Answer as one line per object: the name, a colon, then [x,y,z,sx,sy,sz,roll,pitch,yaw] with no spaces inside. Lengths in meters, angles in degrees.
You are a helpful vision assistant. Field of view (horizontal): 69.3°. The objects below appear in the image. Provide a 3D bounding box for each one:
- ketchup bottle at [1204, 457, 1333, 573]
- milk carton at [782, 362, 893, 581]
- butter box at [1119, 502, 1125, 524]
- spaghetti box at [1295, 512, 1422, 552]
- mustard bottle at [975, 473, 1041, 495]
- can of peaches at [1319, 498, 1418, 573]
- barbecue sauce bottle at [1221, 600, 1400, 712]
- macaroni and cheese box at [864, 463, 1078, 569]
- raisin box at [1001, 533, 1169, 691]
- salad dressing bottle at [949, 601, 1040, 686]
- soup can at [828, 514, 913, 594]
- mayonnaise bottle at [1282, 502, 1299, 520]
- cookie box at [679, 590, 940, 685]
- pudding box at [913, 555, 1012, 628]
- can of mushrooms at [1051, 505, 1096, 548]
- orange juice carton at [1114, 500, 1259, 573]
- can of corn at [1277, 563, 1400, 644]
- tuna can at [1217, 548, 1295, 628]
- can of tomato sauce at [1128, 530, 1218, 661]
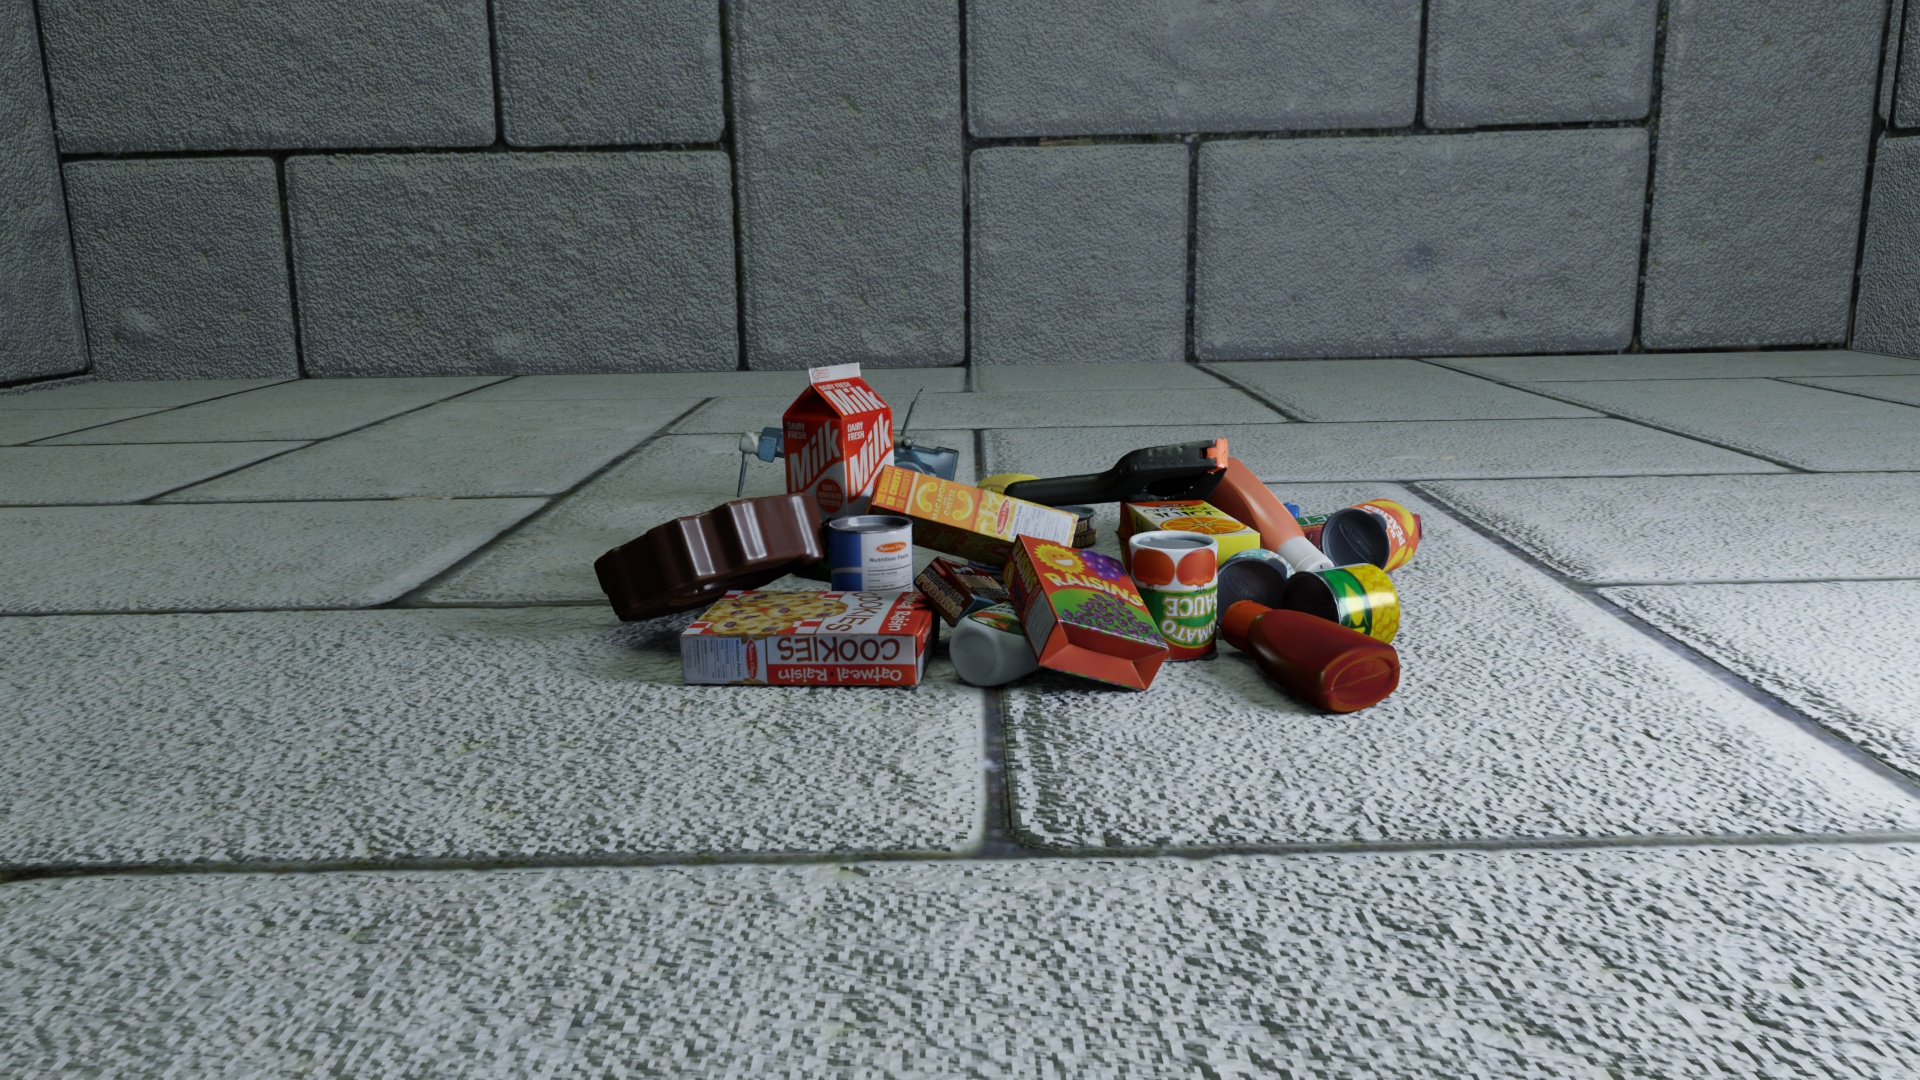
ketchup bottle: [0.266,-0.010,1.213,0.044,0.064,0.149,-18,42,-18]
milk carton: [-0.109,-0.063,1.255,0.073,0.190,0.072,7,14,34]
butter box: [0.204,-0.019,1.346,0.103,0.053,0.024,7,13,32]
spaghetti box: [0.328,-0.003,1.319,0.251,0.028,0.050,-7,15,-24]
mustard bottle: [0.062,-0.040,1.433,0.049,0.065,0.161,0,8,24]
can of peaches: [0.362,-0.002,1.222,0.071,0.071,0.058,10,16,42]
barbecue sauce bottle: [0.231,0.074,0.952,0.065,0.043,0.148,-15,16,-17]
macaroni and cheese box: [0.004,-0.015,1.179,0.166,0.040,0.123,15,-12,-6]
raisin box: [0.084,0.047,0.969,0.086,0.040,0.124,14,24,-18]
salad dressing bottle: [0.050,0.065,1.008,0.064,0.043,0.148,16,20,29]
soup can: [-0.071,0.026,1.100,0.071,0.083,0.071,-1,12,0]
mayonnaise bottle: [0.260,-0.021,1.383,0.148,0.041,0.065,4,10,17]
cookie box: [-0.104,0.068,1.012,0.167,0.040,0.123,0,12,6]
pudding box: [0.007,0.044,1.037,0.050,0.030,0.083,48,14,28]
can of mushrooms: [0.103,-0.014,1.377,0.071,0.033,0.071,0,12,0]
orange juice carton: [0.187,0.011,1.171,0.072,0.073,0.193,-3,12,-7]
can of corn: [0.273,0.054,0.998,0.058,0.071,0.071,-7,14,-26]
tuna can: [0.223,0.039,1.050,0.071,0.071,0.033,4,13,22]
can of tomato sauce: [0.157,0.040,1.020,0.071,0.083,0.071,-1,13,0]
